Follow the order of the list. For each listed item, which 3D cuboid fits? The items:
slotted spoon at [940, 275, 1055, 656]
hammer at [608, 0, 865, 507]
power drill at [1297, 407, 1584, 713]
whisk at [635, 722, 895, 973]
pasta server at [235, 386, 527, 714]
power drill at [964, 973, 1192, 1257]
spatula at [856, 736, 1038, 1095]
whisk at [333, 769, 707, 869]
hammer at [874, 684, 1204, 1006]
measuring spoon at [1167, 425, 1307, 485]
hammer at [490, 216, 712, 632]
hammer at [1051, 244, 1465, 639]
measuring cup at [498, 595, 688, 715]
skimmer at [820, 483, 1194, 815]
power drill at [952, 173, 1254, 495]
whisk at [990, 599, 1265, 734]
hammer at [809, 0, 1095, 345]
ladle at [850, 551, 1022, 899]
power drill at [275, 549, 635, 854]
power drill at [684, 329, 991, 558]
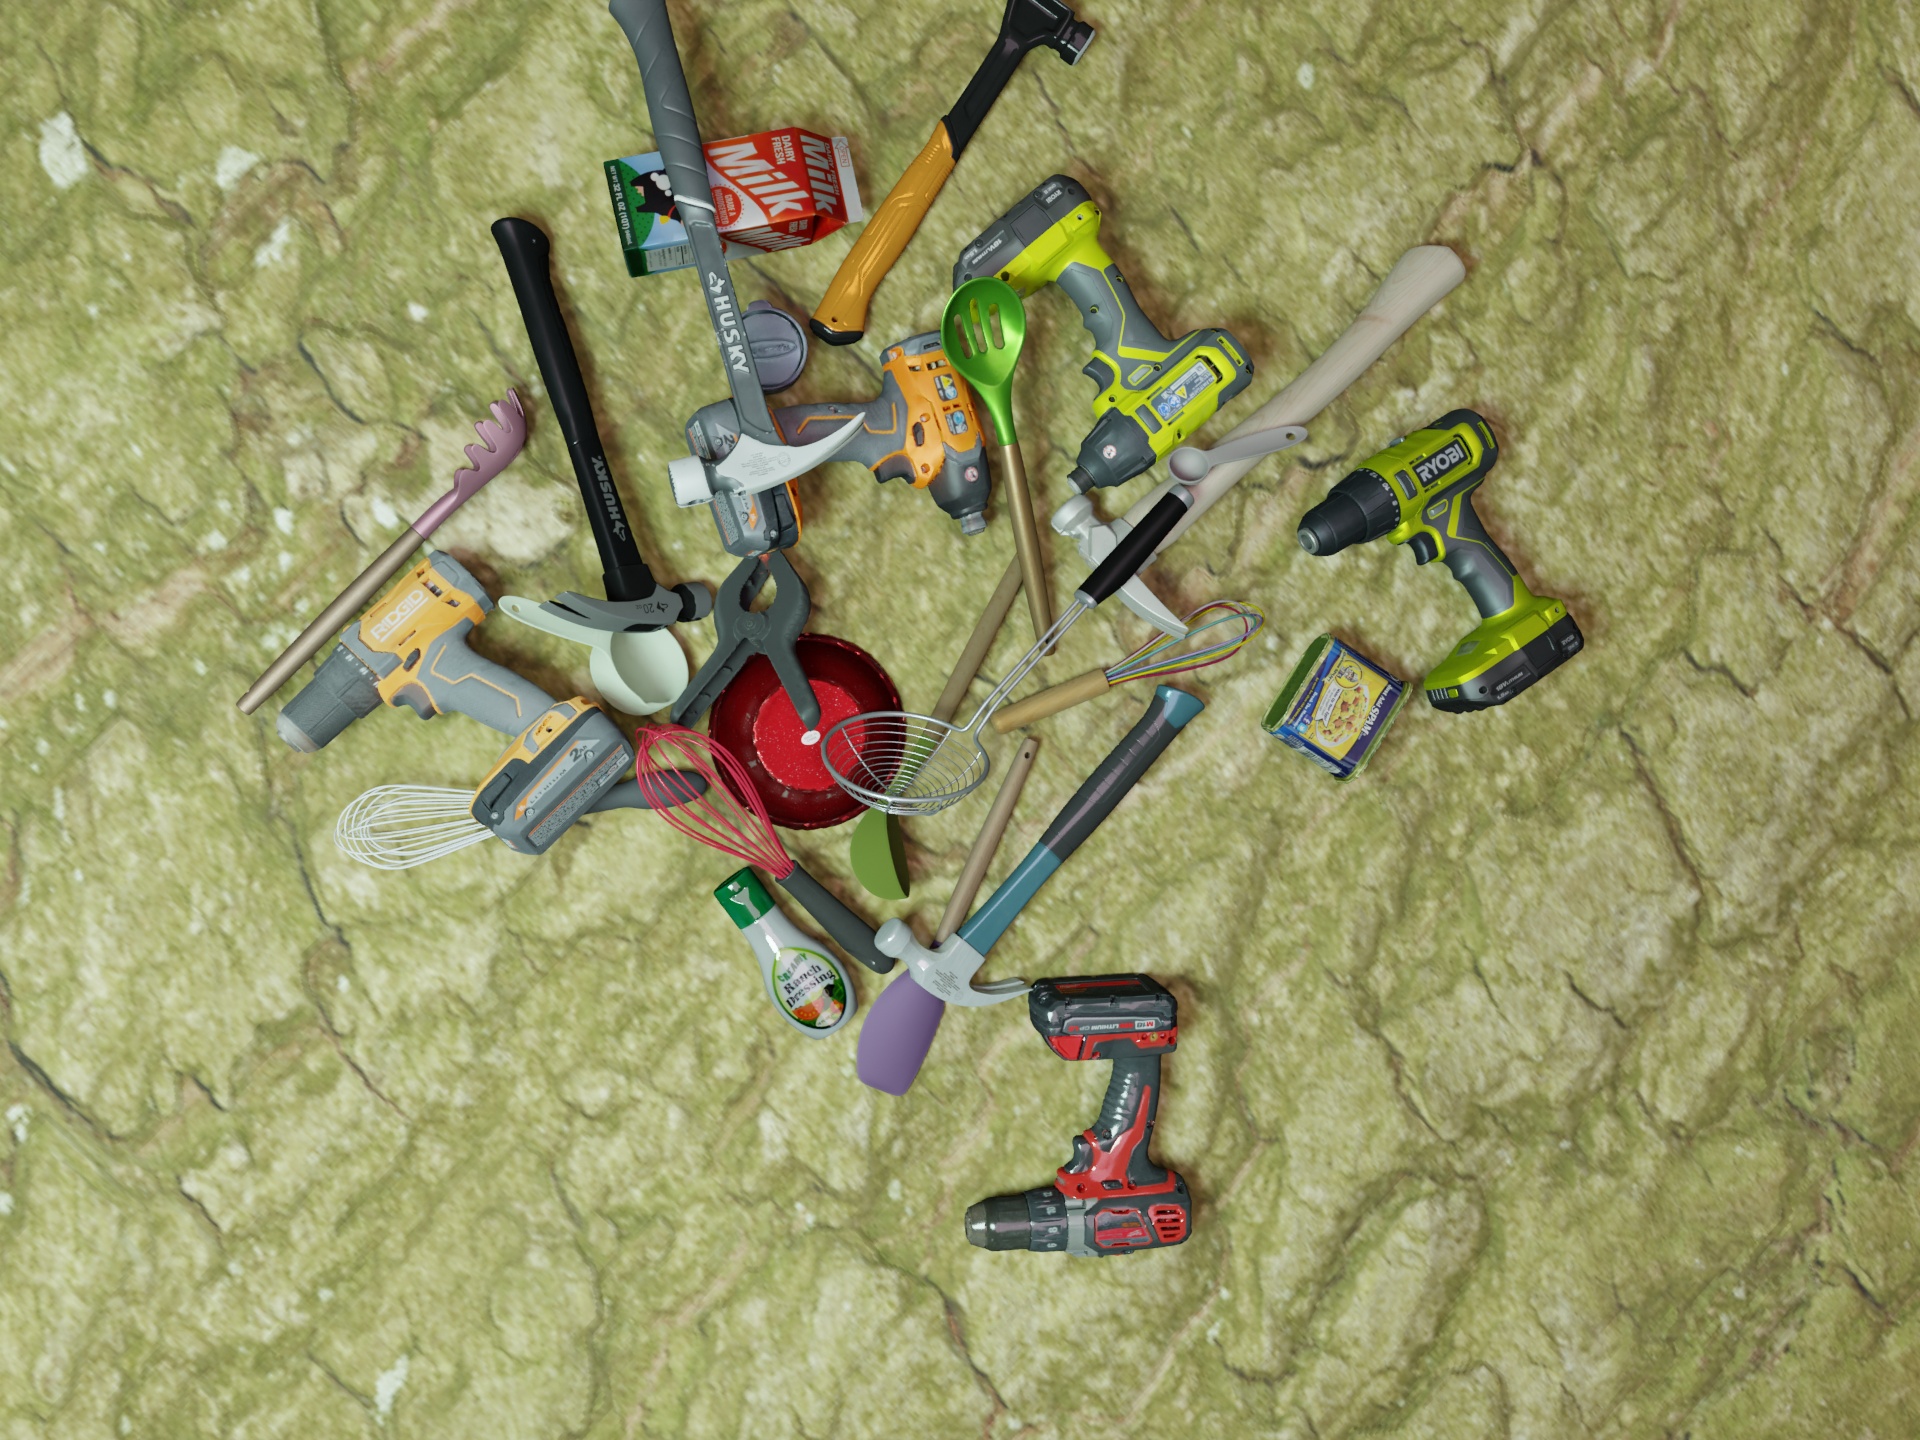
[{"bbox_3d":[0.040,-0.195,1.261,0.070,0.031,0.313,-18,114,-12],"label":"slotted spoon"},{"bbox_3d":[-0.187,-0.365,1.178,0.149,0.036,0.409,-14,83,-9],"label":"hammer"},{"bbox_3d":[0.399,-0.124,1.327,0.190,0.080,0.228,-32,95,-17],"label":"power drill"},{"bbox_3d":[-0.149,0.106,1.246,0.073,0.073,0.295,-45,115,-5],"label":"whisk"},{"bbox_3d":[-0.439,-0.129,1.213,0.316,0.060,0.040,-48,113,-9],"label":"pasta server"},{"bbox_3d":[0.095,0.331,1.307,0.188,0.080,0.226,-2,95,-8],"label":"power drill"},{"bbox_3d":[-0.007,0.159,1.314,0.059,0.018,0.316,25,89,-11],"label":"spatula"},{"bbox_3d":[-0.342,0.068,1.247,0.284,0.070,0.070,-8,93,-13],"label":"whisk"},{"bbox_3d":[0.082,0.097,1.309,0.128,0.033,0.331,44,82,-20],"label":"hammer"},{"bbox_3d":[0.225,-0.216,1.293,0.124,0.018,0.034,-17,67,-11],"label":"measuring spoon"},{"bbox_3d":[-0.299,-0.227,1.224,0.035,0.146,0.335,-20,87,36],"label":"hammer"},{"bbox_3d":[0.273,-0.246,1.322,0.410,0.038,0.146,-42,81,-7],"label":"hammer"},{"bbox_3d":[-0.286,-0.055,1.218,0.167,0.038,0.083,24,51,-39],"label":"measuring cup"},{"bbox_3d":[0.047,-0.066,1.226,0.363,0.127,0.090,-47,140,-8],"label":"skimmer"},{"bbox_3d":[0.101,-0.304,1.271,0.171,0.080,0.223,-40,89,-2],"label":"power drill"},{"bbox_3d":[0.139,-0.044,1.323,0.245,0.051,0.047,-22,74,-3],"label":"whisk"},{"bbox_3d":[-0.029,-0.454,1.286,0.127,0.034,0.337,32,87,-9],"label":"hammer"},{"bbox_3d":[-0.002,-0.004,1.293,0.062,0.078,0.320,25,82,13],"label":"ladle"},{"bbox_3d":[-0.382,0.003,1.192,0.226,0.084,0.185,41,75,12],"label":"power drill"},{"bbox_3d":[-0.084,-0.201,1.249,0.226,0.084,0.164,-21,94,-21],"label":"power drill"}]
